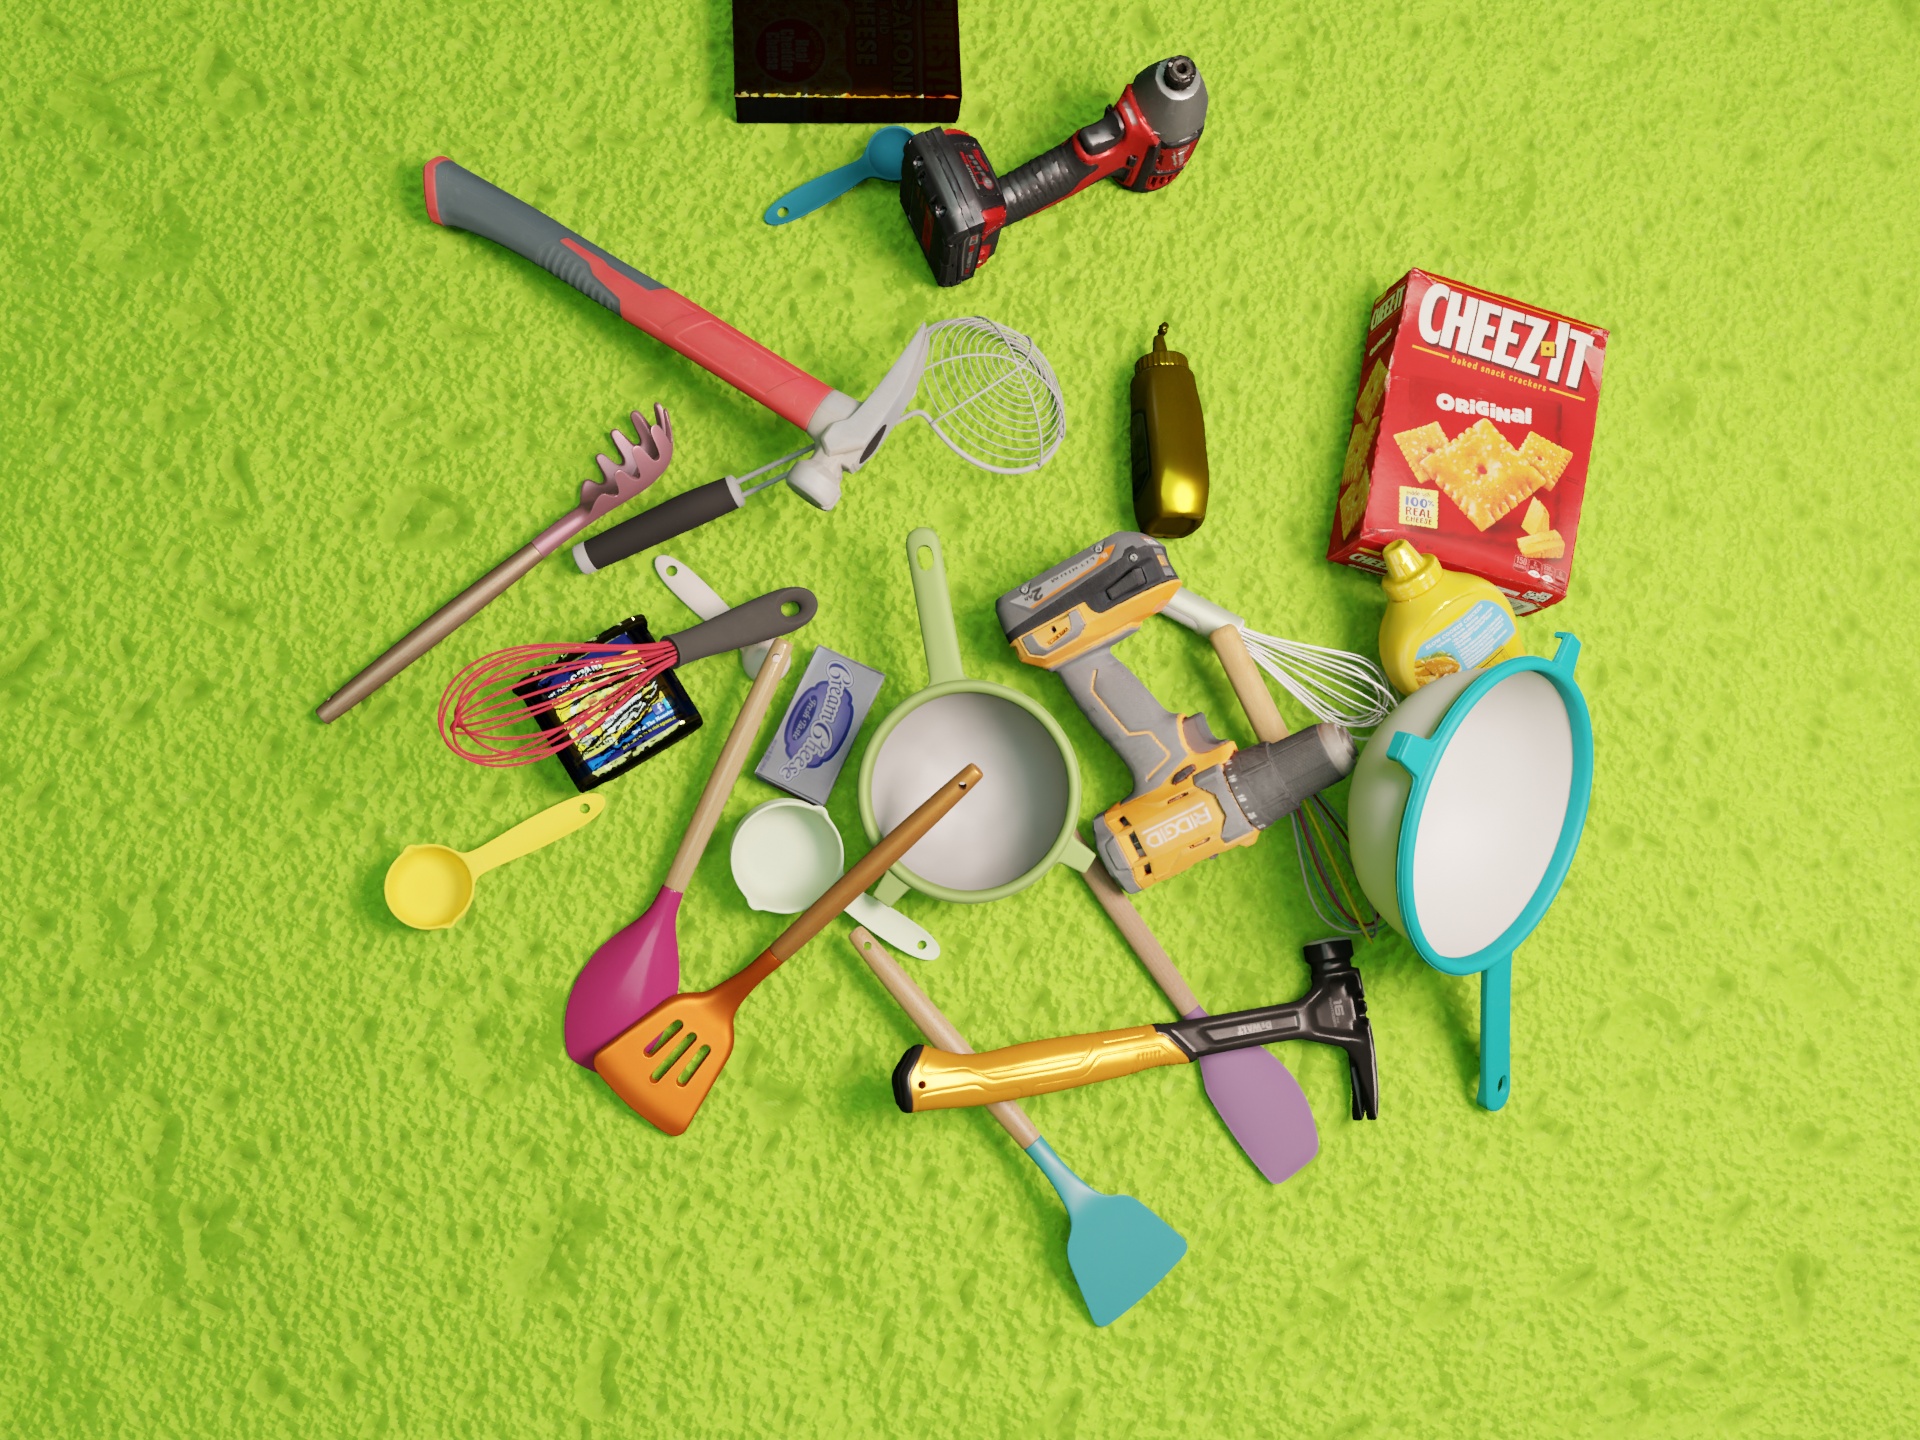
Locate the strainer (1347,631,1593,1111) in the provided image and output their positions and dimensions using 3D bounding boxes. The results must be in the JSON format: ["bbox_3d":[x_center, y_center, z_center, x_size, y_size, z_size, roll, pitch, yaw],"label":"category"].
[{"bbox_3d":[0.329,0.110,1.073,0.211,0.095,0.340,-27,120,-33],"label":"strainer"}]

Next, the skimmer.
[{"bbox_3d":[-0.099,-0.180,1.138,0.363,0.090,0.127,-24,80,2],"label":"skimmer"}]

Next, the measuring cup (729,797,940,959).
[{"bbox_3d":[-0.084,0.115,1.094,0.167,0.038,0.083,35,88,-17],"label":"measuring cup"}]

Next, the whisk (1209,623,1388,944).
[{"bbox_3d":[0.236,0.045,1.107,0.047,0.051,0.245,-26,90,-49],"label":"whisk"}]

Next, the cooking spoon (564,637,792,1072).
[{"bbox_3d":[-0.185,0.090,1.079,0.069,0.017,0.319,24,87,-1],"label":"cooking spoon"}]

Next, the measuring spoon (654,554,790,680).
[{"bbox_3d":[-0.170,-0.074,1.119,0.124,0.018,0.034,43,80,3],"label":"measuring spoon"}]

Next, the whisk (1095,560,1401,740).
[{"bbox_3d":[0.204,-0.057,1.139,0.246,0.057,0.059,28,72,4],"label":"whisk"}]

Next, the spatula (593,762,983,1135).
[{"bbox_3d":[-0.105,0.143,1.052,0.322,0.041,0.081,-43,100,9],"label":"spatula"}]

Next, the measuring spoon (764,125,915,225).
[{"bbox_3d":[-0.087,-0.398,1.182,0.128,0.021,0.042,-27,85,0],"label":"measuring spoon"}]

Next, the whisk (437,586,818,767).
[{"bbox_3d":[-0.204,-0.039,1.032,0.296,0.073,0.073,-25,83,-42],"label":"whisk"}]

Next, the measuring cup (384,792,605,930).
[{"bbox_3d":[-0.314,0.091,1.082,0.156,0.029,0.062,-28,85,-21],"label":"measuring cup"}]

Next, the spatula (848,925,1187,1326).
[{"bbox_3d":[0.028,0.265,1.074,0.082,0.044,0.317,-39,86,-10],"label":"spatula"}]

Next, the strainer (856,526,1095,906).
[{"bbox_3d":[-0.002,-0.003,1.092,0.151,0.069,0.256,-11,86,6],"label":"strainer"}]

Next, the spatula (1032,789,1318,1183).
[{"bbox_3d":[0.147,0.180,1.110,0.060,0.018,0.316,-35,87,-14],"label":"spatula"}]

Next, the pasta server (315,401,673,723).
[{"bbox_3d":[-0.319,-0.107,1.101,0.316,0.060,0.040,-40,123,-7],"label":"pasta server"}]

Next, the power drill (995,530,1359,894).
[{"bbox_3d":[0.145,-0.017,1.080,0.185,0.084,0.226,-28,85,21],"label":"power drill"}]

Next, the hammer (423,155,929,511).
[{"bbox_3d":[-0.208,-0.301,1.105,0.386,0.038,0.143,33,84,11],"label":"hammer"}]

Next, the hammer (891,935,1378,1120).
[{"bbox_3d":[0.121,0.228,1.065,0.336,0.034,0.127,-6,78,-15],"label":"hammer"}]

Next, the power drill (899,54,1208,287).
[{"bbox_3d":[0.072,-0.400,1.132,0.219,0.143,0.078,-24,87,-6],"label":"power drill"}]
